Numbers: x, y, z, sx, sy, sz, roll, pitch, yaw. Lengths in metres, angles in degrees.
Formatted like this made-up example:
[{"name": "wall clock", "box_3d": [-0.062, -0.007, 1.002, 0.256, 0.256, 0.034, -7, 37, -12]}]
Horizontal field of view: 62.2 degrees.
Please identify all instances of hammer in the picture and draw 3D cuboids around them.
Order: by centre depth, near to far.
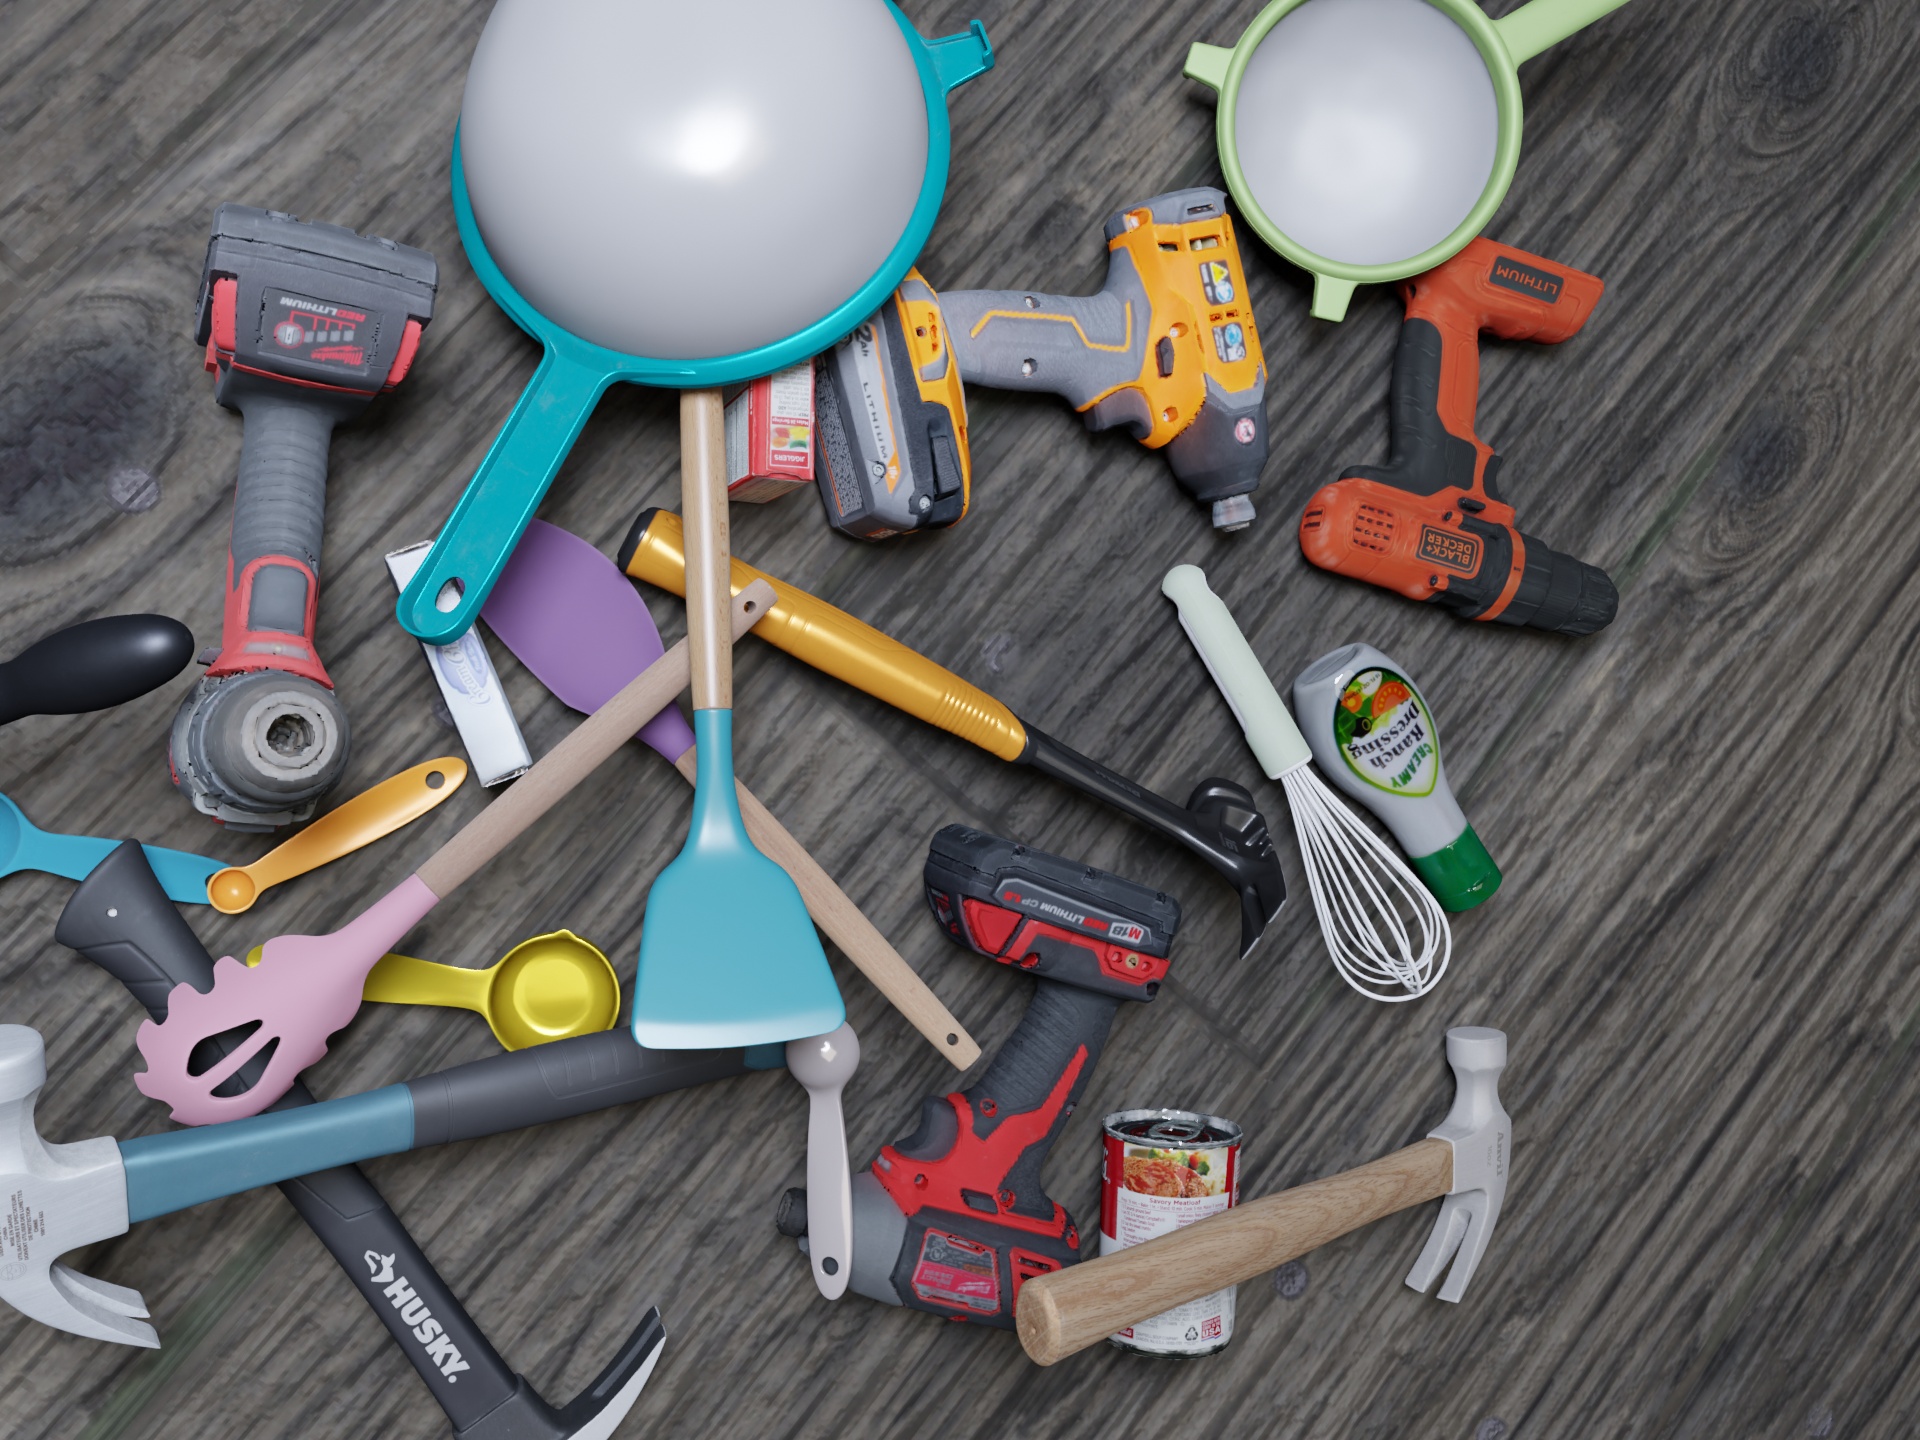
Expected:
[{"name": "hammer", "box_3d": [-0.207, 0.153, 0.634, 0.331, 0.033, 0.128, -6, 111, -37]}, {"name": "hammer", "box_3d": [-0.259, 0.194, 0.668, 0.146, 0.035, 0.334, -33, 102, -15]}, {"name": "hammer", "box_3d": [-0.001, -0.002, 0.727, 0.336, 0.127, 0.034, 28, 110, -10]}, {"name": "hammer", "box_3d": [0.159, 0.240, 0.754, 0.331, 0.031, 0.130, -5, 95, -38]}]

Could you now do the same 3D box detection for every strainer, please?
[{"name": "strainer", "box_3d": [-0.139, -0.190, 0.614, 0.211, 0.095, 0.340, 24, 78, 8]}, {"name": "strainer", "box_3d": [0.243, -0.319, 0.800, 0.256, 0.069, 0.151, -30, 97, -1]}]

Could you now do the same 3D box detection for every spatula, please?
[{"name": "spatula", "box_3d": [-0.098, -0.031, 0.642, 0.082, 0.044, 0.317, -2, 84, -14]}, {"name": "spatula", "box_3d": [-0.101, 0.032, 0.698, 0.060, 0.018, 0.316, -42, 86, -13]}]

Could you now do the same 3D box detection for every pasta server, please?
[{"name": "pasta server", "box_3d": [-0.196, 0.047, 0.647, 0.316, 0.040, 0.060, -43, 111, -15]}]

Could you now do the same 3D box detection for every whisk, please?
[{"name": "whisk", "box_3d": [-0.395, 0.008, 0.564, 0.284, 0.070, 0.070, -14, 95, 11]}, {"name": "whisk", "box_3d": [0.168, 0.030, 0.795, 0.059, 0.058, 0.246, -30, 88, 8]}]

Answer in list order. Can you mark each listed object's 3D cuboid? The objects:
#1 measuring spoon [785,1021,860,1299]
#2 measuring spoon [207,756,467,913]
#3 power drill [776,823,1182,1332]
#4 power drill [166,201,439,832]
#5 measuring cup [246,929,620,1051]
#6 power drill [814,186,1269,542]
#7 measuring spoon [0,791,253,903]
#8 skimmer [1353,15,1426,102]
[{"name": "measuring spoon", "box_3d": [-0.060, 0.191, 0.694, 0.034, 0.018, 0.124, -4, 85, 15]}, {"name": "measuring spoon", "box_3d": [-0.266, 0.047, 0.684, 0.117, 0.011, 0.021, -32, 106, -22]}, {"name": "power drill", "box_3d": [0.008, 0.167, 0.741, 0.143, 0.078, 0.220, 19, 87, -16]}, {"name": "power drill", "box_3d": [-0.254, -0.070, 0.600, 0.080, 0.188, 0.227, 8, 84, -28]}, {"name": "measuring cup", "box_3d": [-0.227, 0.113, 0.694, 0.156, 0.029, 0.062, 10, 88, -8]}, {"name": "power drill", "box_3d": [0.044, -0.152, 0.751, 0.226, 0.084, 0.164, -17, 95, -21]}, {"name": "measuring spoon", "box_3d": [-0.360, 0.055, 0.656, 0.128, 0.021, 0.042, 16, 90, -26]}, {"name": "skimmer", "box_3d": [0.121, -0.428, 0.802, 0.363, 0.090, 0.127, 39, 82, -24]}]
